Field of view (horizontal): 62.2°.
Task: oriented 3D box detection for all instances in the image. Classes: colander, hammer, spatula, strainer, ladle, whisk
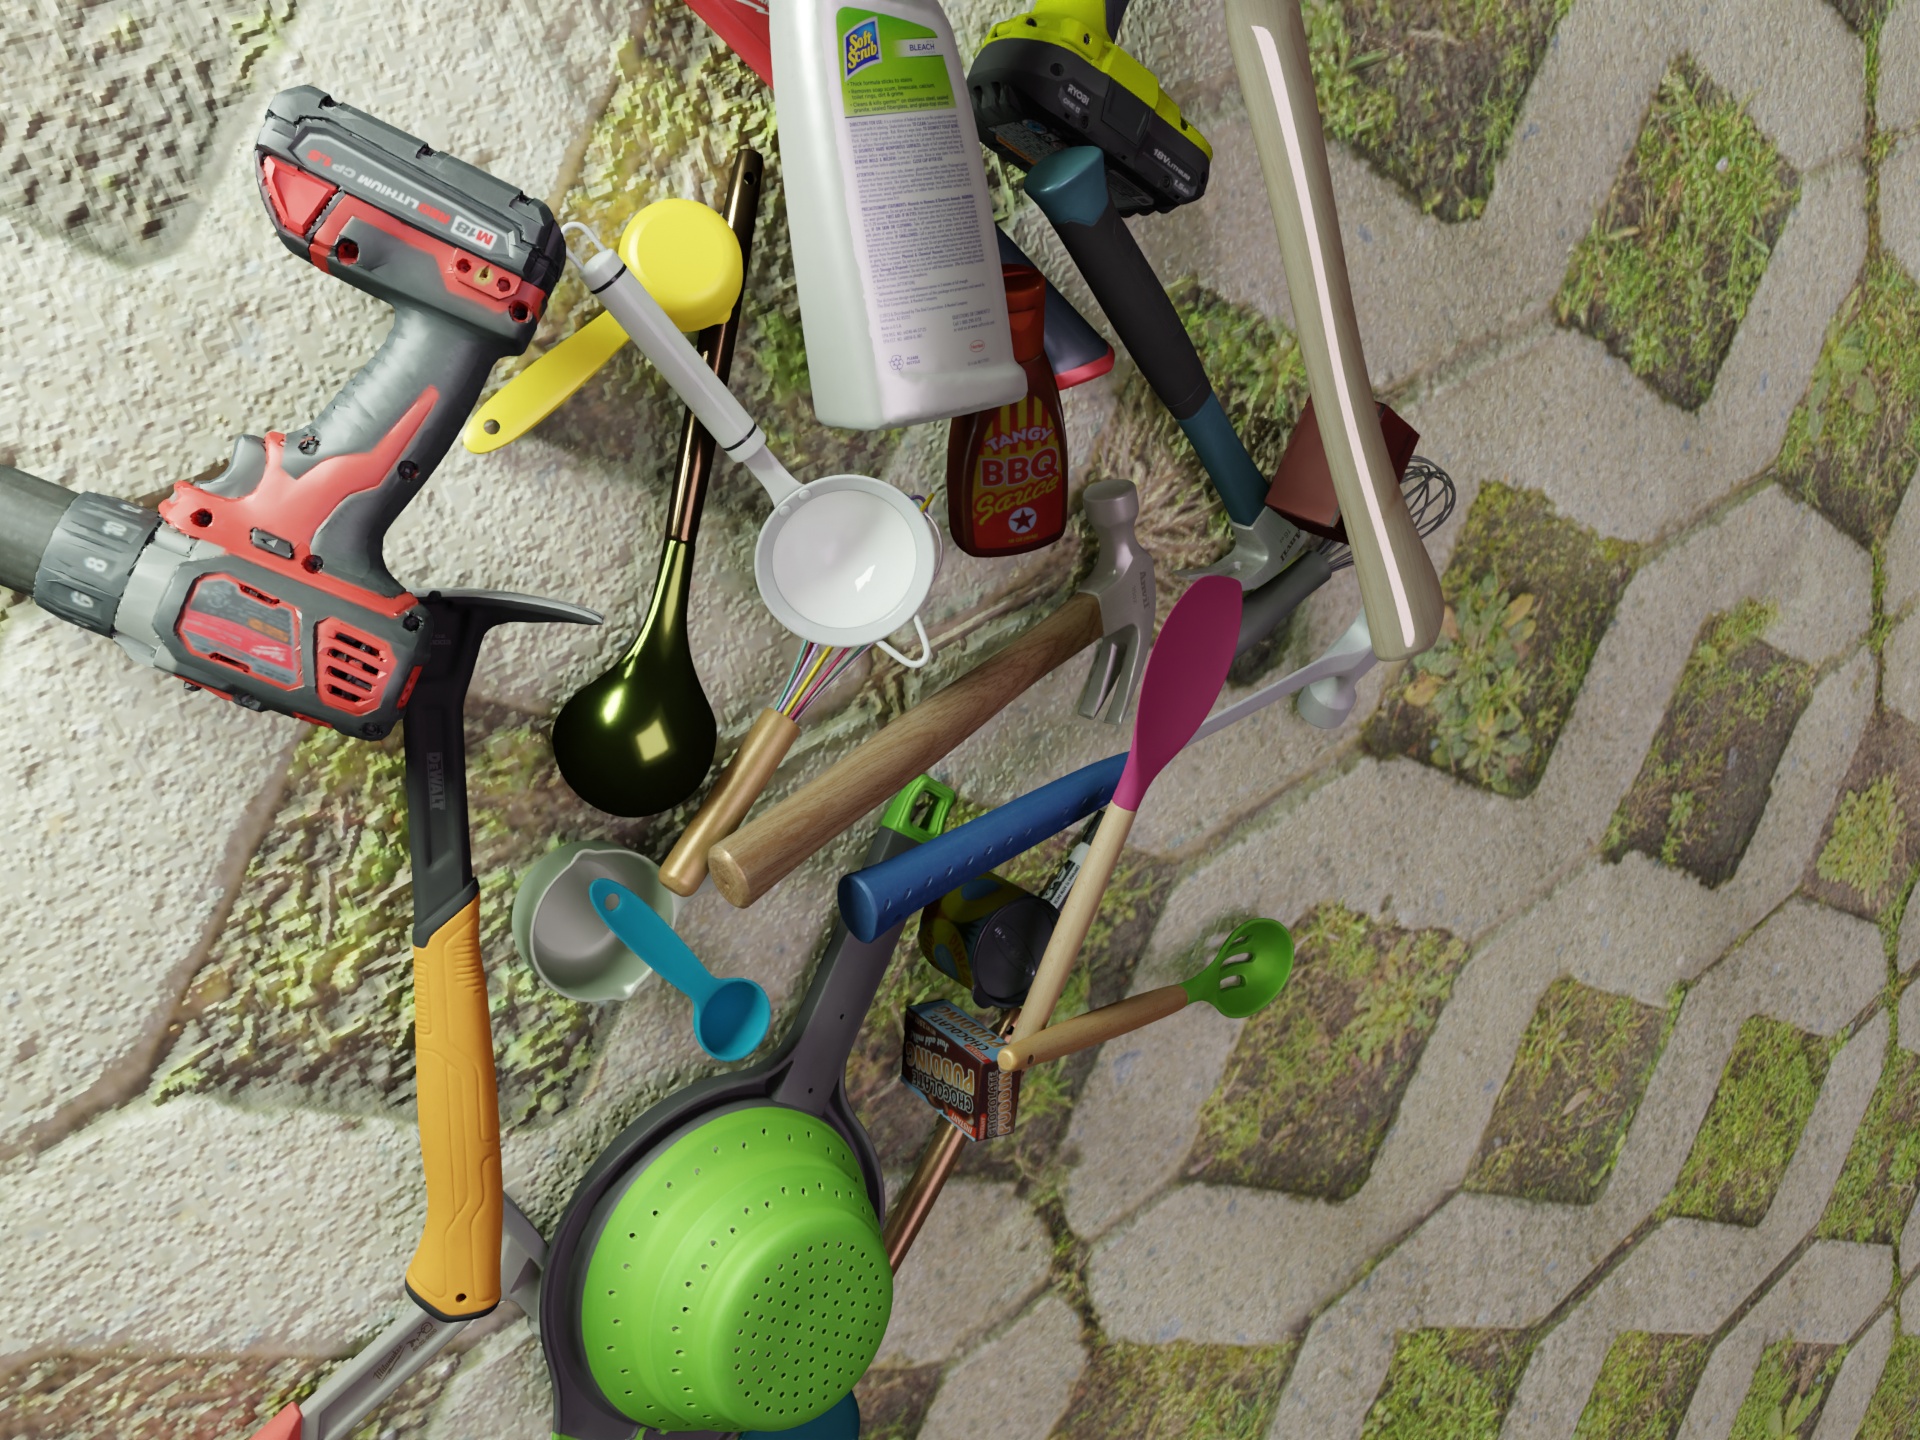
[{"bbox_3d":[-0.070,0.218,0.830,0.204,0.094,0.397,31,78,-39],"label":"colander"},{"bbox_3d":[-0.221,0.109,0.714,0.127,0.034,0.337,-2,100,-14],"label":"hammer"},{"bbox_3d":[-0.345,0.358,0.733,0.359,0.037,0.149,-40,122,-20],"label":"hammer"},{"bbox_3d":[-0.036,0.313,0.934,0.082,0.044,0.317,29,83,-9],"label":"spatula"},{"bbox_3d":[-0.043,-0.297,0.760,0.385,0.038,0.143,36,71,-38],"label":"hammer"},{"bbox_3d":[-0.093,-0.123,0.730,0.087,0.050,0.258,-36,122,7],"label":"strainer"},{"bbox_3d":[0.106,0.018,0.904,0.405,0.035,0.144,-25,152,-30],"label":"hammer"},{"bbox_3d":[0.123,-0.187,0.877,0.128,0.033,0.330,-55,138,-10],"label":"hammer"},{"bbox_3d":[-0.132,-0.111,0.758,0.078,0.062,0.320,10,90,-24],"label":"ladle"},{"bbox_3d":[0.183,-0.217,0.832,0.146,0.038,0.410,-30,113,-28],"label":"hammer"},{"bbox_3d":[-0.001,-0.003,0.843,0.331,0.031,0.130,-37,127,-35],"label":"hammer"},{"bbox_3d":[0.227,-0.095,1.009,0.239,0.055,0.055,-37,121,-17],"label":"whisk"},{"bbox_3d":[-0.078,-0.020,0.796,0.051,0.047,0.245,42,69,-31],"label":"whisk"}]

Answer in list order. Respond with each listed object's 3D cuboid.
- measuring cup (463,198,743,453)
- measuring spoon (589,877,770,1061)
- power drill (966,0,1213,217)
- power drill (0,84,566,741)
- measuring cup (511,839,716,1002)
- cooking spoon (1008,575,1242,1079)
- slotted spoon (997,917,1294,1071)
[{"bbox_3d":[-0.161,-0.174,0.710,0.156,0.029,0.062,-44,95,-11],"label":"measuring cup"},{"bbox_3d":[-0.142,0.119,0.780,0.042,0.021,0.128,-51,121,-22],"label":"measuring spoon"},{"bbox_3d":[0.106,-0.385,0.823,0.190,0.080,0.228,21,88,-37],"label":"power drill"},{"bbox_3d":[-0.271,-0.123,0.617,0.187,0.080,0.227,23,89,-17],"label":"power drill"},{"bbox_3d":[-0.147,0.078,0.798,0.167,0.038,0.083,-27,116,-33],"label":"measuring cup"},{"bbox_3d":[0.078,0.068,0.856,0.068,0.017,0.318,2,116,-45],"label":"cooking spoon"},{"bbox_3d":[0.119,0.171,0.966,0.313,0.031,0.070,-5,106,-52],"label":"slotted spoon"}]
